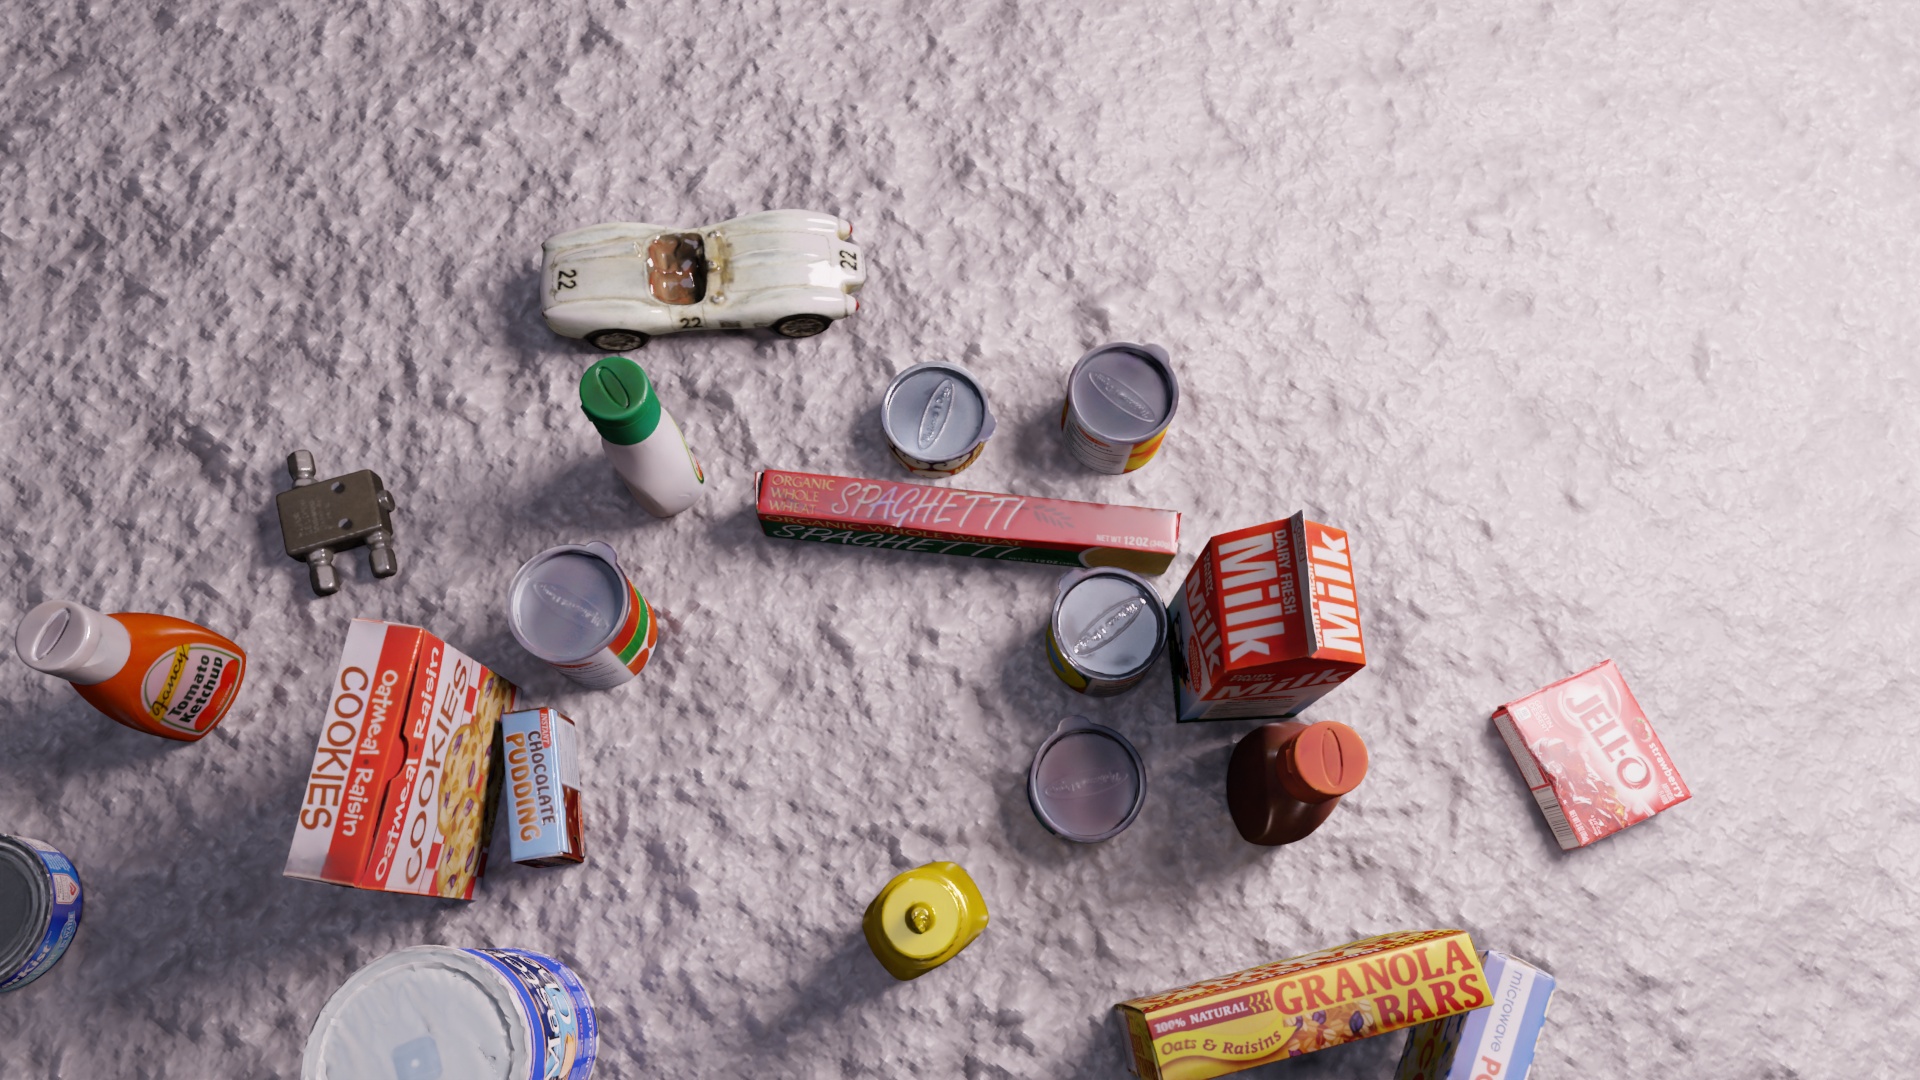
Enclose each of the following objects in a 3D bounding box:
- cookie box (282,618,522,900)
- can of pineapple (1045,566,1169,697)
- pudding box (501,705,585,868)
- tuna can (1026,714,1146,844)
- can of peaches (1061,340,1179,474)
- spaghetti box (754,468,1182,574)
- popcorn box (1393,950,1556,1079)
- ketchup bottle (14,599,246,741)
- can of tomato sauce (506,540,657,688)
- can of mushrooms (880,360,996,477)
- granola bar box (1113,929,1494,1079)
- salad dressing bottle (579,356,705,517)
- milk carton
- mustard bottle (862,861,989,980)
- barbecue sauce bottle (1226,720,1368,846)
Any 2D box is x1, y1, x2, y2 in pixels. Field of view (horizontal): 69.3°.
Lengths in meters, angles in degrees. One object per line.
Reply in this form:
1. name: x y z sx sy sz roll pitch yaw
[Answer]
1. cookie box: -0.280 0.120 0.720 0.040 0.167 0.123 7 73 1
2. can of pineapple: 0.083 0.052 0.804 0.071 0.057 0.071 0 73 -1
3. pudding box: -0.233 0.139 0.776 0.030 0.049 0.084 -9 73 -4
4. tuna can: 0.070 0.137 0.791 0.071 0.032 0.071 0 73 -1
5. can of peaches: 0.097 -0.081 0.846 0.071 0.058 0.071 0 73 -1
6. spaghetti box: 0.003 -0.010 0.826 0.250 0.050 0.029 6 73 1
7. popcorn box: 0.259 0.279 0.723 0.038 0.085 0.127 23 74 6
8. ketchup bottle: -0.443 0.066 0.744 0.043 0.148 0.065 20 74 5
9. can of tomato sauce: -0.212 0.043 0.789 0.071 0.083 0.071 0 73 -1
10. can of mushrooms: -0.013 -0.073 0.854 0.071 0.033 0.071 0 73 -1
11. granola bar box: 0.168 0.238 0.714 0.166 0.124 0.039 -13 74 -5
12. salad dressing bottle: -0.180 -0.057 0.787 0.044 0.147 0.064 -33 77 -10
13. milk carton: 0.161 0.045 0.739 0.073 0.190 0.072 -3 73 -2
14. mustard bottle: -0.018 0.192 0.706 0.065 0.159 0.049 -33 76 -10
15. barbecue sauce bottle: 0.176 0.125 0.736 0.044 0.148 0.065 -1 73 -1
